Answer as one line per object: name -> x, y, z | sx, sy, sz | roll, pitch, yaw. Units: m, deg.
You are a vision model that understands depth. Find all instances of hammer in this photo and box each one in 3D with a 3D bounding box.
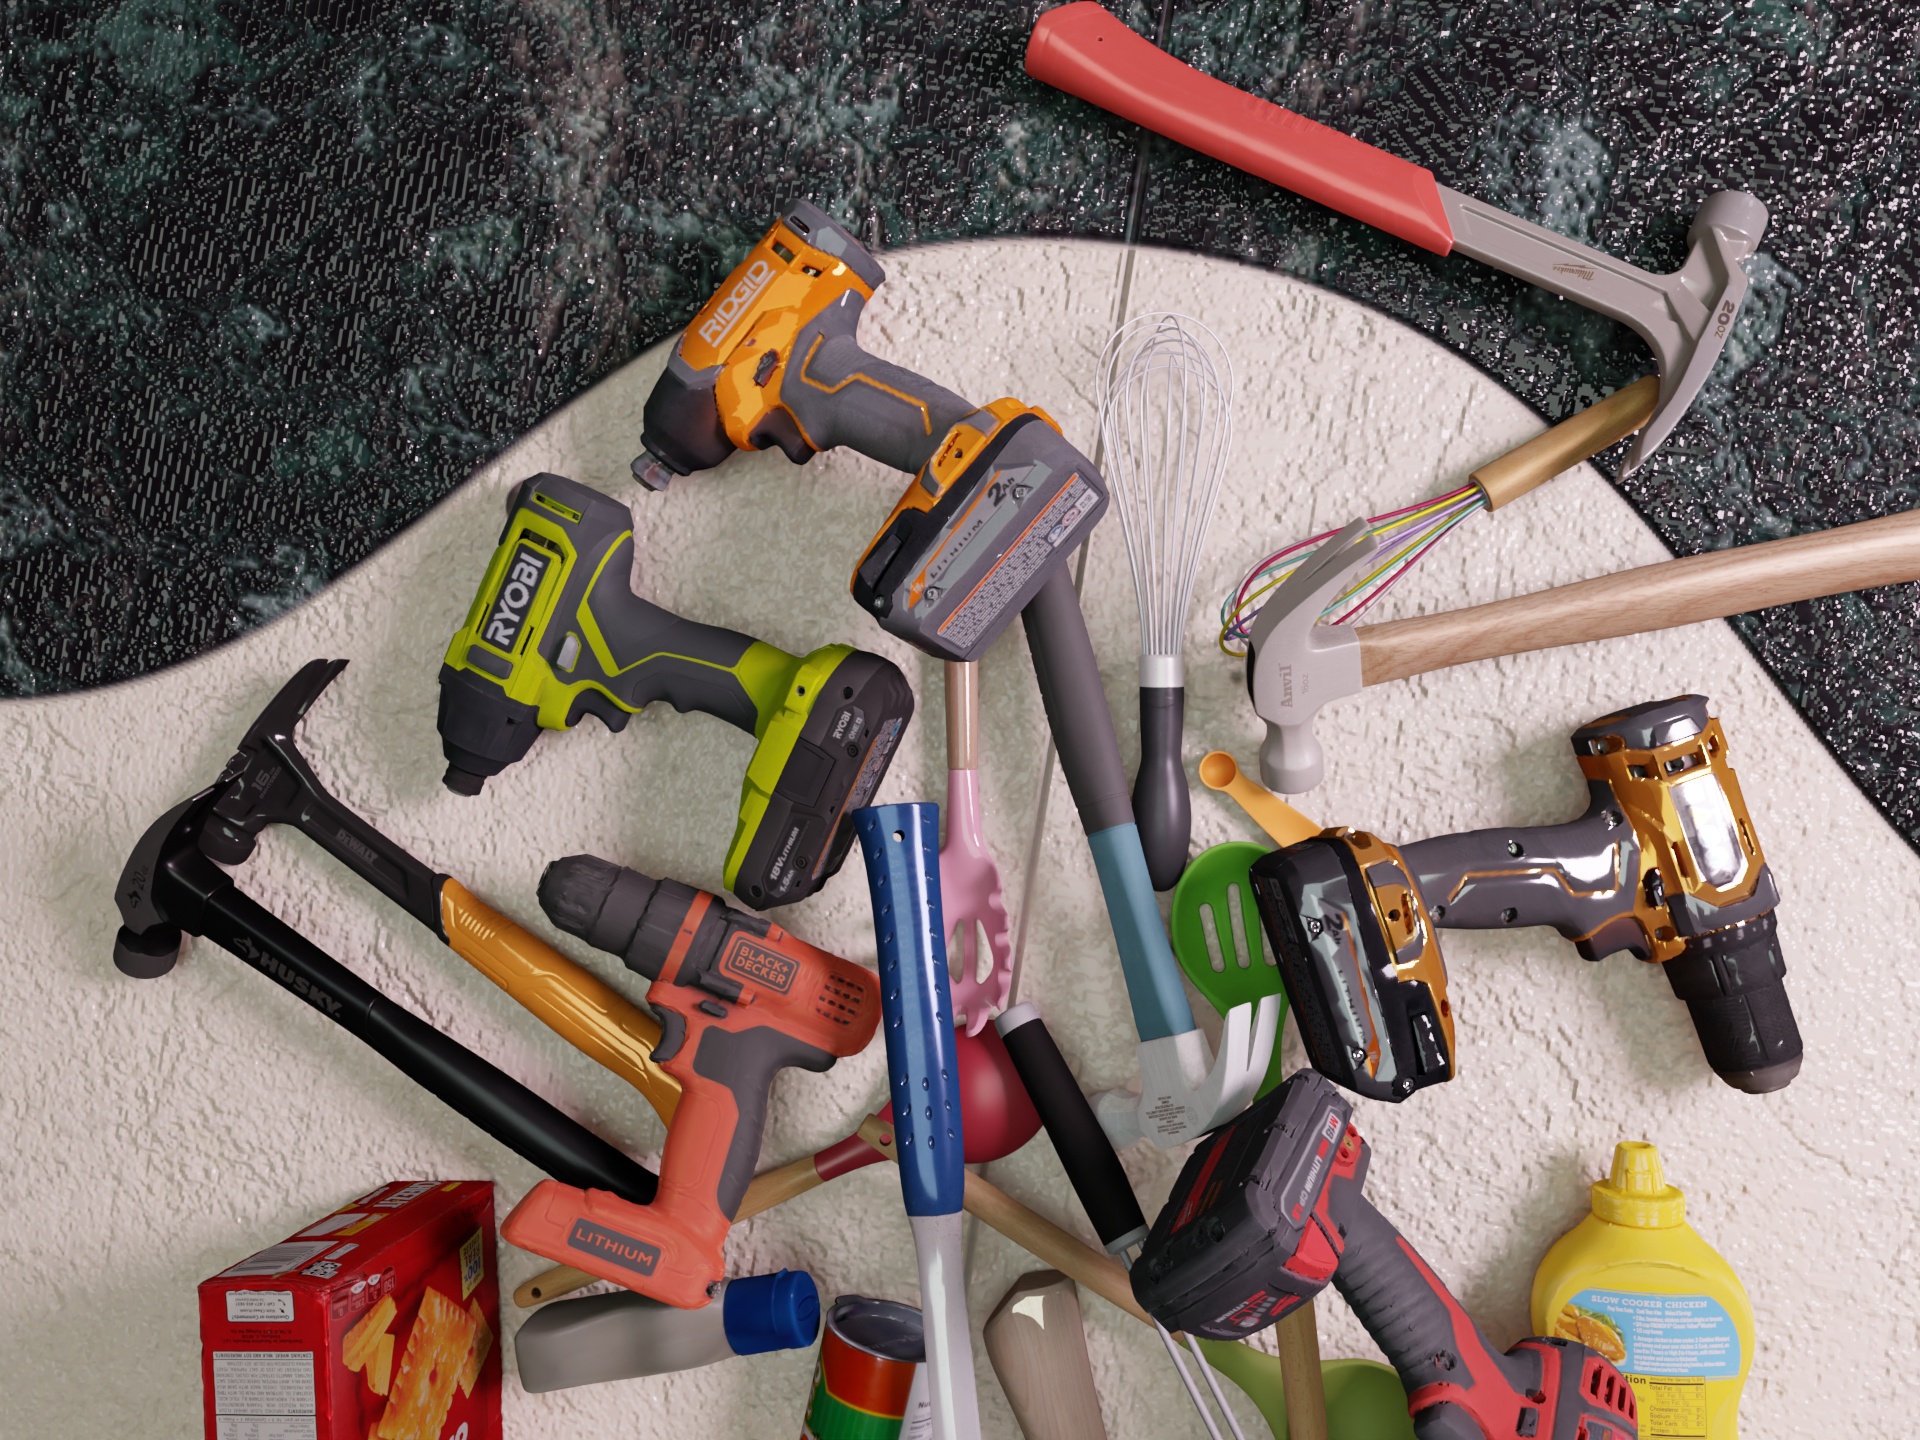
hammer -> 0.297, -0.054, 0.742 | 0.331, 0.031, 0.130 | -12, 124, 2
hammer -> 0.192, -0.251, 0.765 | 0.359, 0.036, 0.149 | 27, 78, 9
hammer -> -0.005, 0.241, 0.744 | 0.144, 0.035, 0.405 | -6, 83, -1
hammer -> 0.091, 0.478, 0.785 | 0.146, 0.038, 0.411 | -12, 88, 7
hammer -> 0.068, 0.040, 0.772 | 0.128, 0.033, 0.331 | -26, 76, 51
hammer -> -0.289, 0.158, 0.820 | 0.335, 0.035, 0.146 | 33, 121, 4
hammer -> -0.247, 0.107, 0.838 | 0.337, 0.034, 0.127 | 36, 95, 7

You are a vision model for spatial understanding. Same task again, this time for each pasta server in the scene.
pasta server -> -0.001, -0.003, 0.801 | 0.060, 0.040, 0.316 | -1, 88, 17

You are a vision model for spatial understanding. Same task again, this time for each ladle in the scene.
ladle -> 0.088, 0.281, 0.764 | 0.320, 0.062, 0.078 | 32, 82, 3
ladle -> -0.095, 0.239, 0.820 | 0.315, 0.031, 0.069 | -26, 86, 9

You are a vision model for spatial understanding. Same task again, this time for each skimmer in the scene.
skimmer -> 0.097, 0.286, 0.696 | 0.127, 0.090, 0.364 | -31, 68, 8

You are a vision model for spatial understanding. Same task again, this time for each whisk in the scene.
whisk -> 0.098, -0.057, 0.781 | 0.070, 0.070, 0.284 | 1, 94, 8
whisk -> 0.232, -0.098, 0.771 | 0.245, 0.051, 0.047 | -30, 117, 3

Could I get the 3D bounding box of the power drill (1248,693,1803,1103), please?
power drill -> 0.268, 0.106, 0.731 | 0.226, 0.084, 0.185 | -18, 88, -6

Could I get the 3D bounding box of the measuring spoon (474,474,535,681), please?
measuring spoon -> -0.240, -0.073, 0.850 | 0.034, 0.018, 0.124 | 21, 99, -10

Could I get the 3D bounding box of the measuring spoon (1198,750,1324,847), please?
measuring spoon -> 0.166, 0.056, 0.792 | 0.117, 0.011, 0.021 | 39, 93, 3

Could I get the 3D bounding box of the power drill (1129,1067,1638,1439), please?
power drill -> 0.180, 0.276, 0.648 | 0.227, 0.188, 0.080 | 44, 124, 4

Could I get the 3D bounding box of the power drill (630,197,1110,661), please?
power drill -> -0.057, -0.130, 0.769 | 0.164, 0.084, 0.227 | -48, 65, 7

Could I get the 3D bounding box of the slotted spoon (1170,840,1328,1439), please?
slotted spoon -> 0.148, 0.214, 0.753 | 0.070, 0.031, 0.314 | -5, 76, 2

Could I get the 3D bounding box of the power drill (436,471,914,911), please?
power drill -> -0.152, -0.003, 0.804 | 0.223, 0.080, 0.171 | 27, 98, 10
